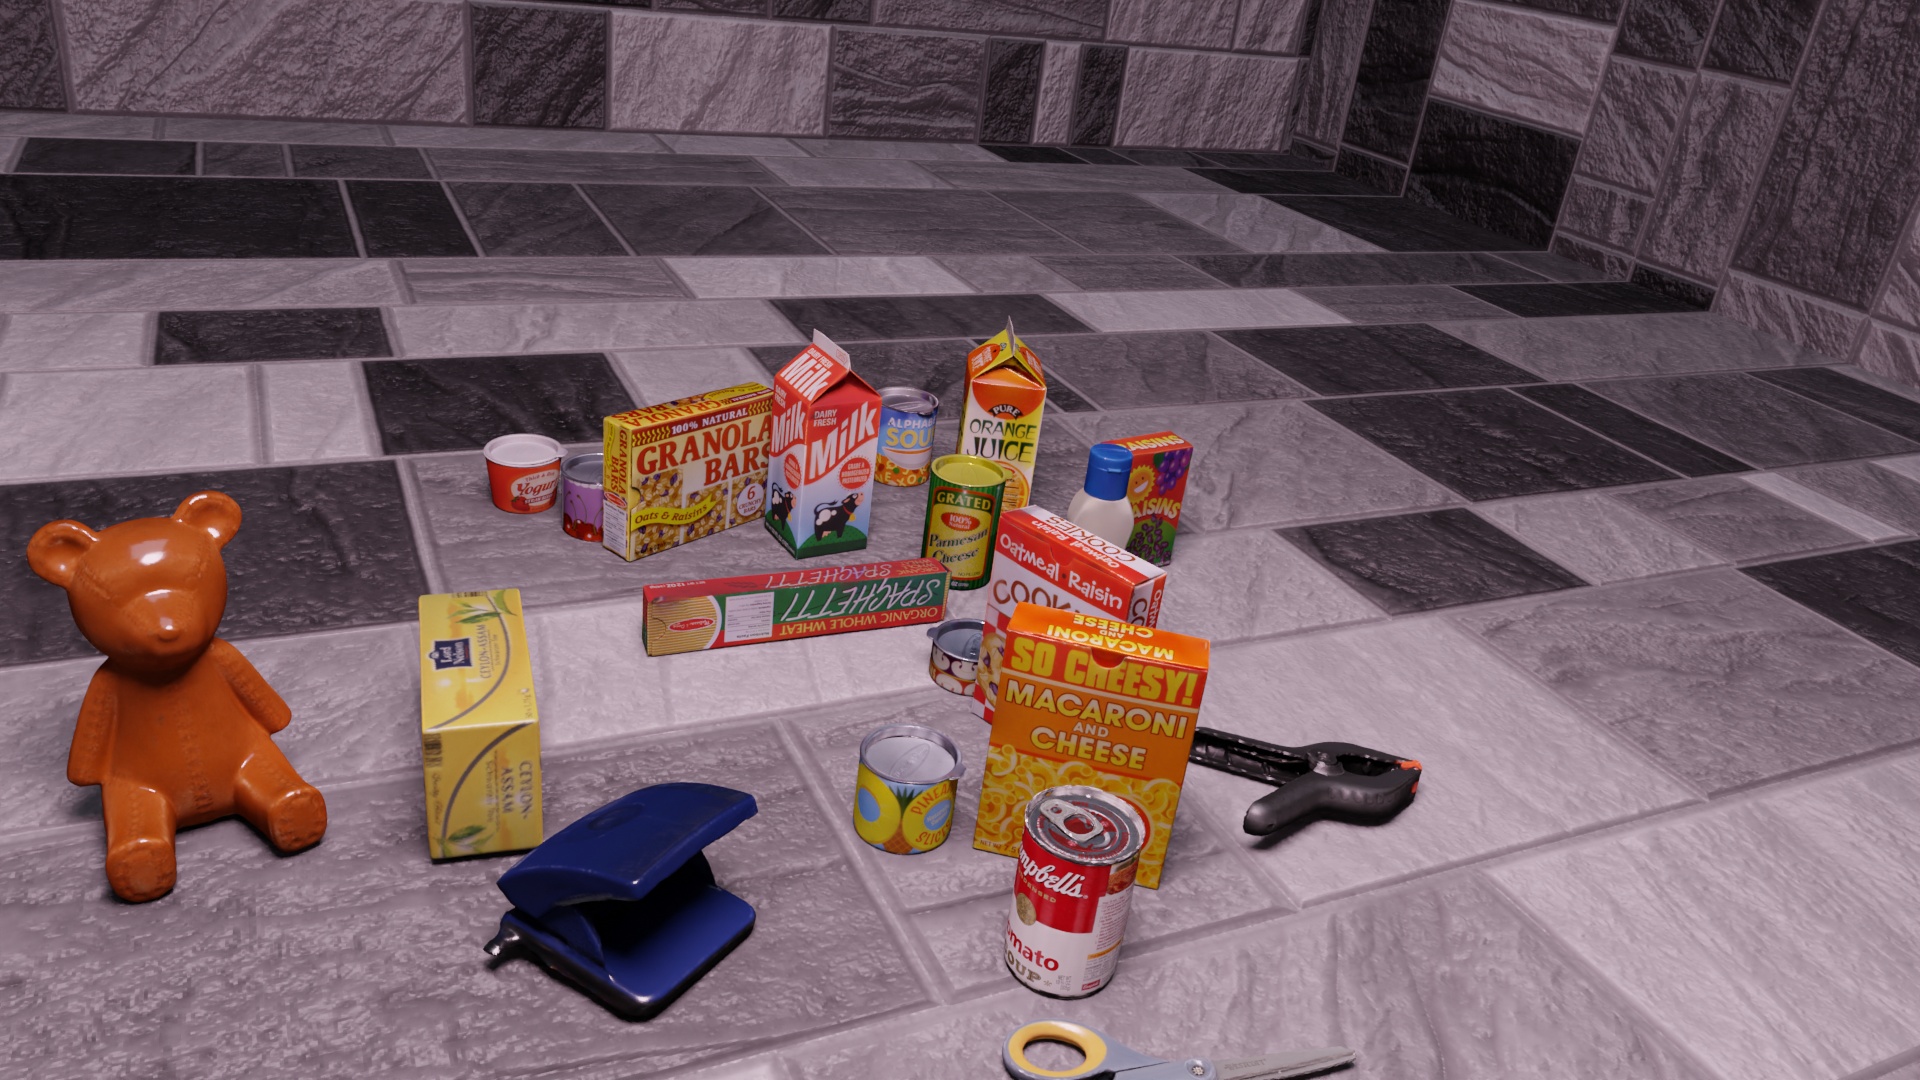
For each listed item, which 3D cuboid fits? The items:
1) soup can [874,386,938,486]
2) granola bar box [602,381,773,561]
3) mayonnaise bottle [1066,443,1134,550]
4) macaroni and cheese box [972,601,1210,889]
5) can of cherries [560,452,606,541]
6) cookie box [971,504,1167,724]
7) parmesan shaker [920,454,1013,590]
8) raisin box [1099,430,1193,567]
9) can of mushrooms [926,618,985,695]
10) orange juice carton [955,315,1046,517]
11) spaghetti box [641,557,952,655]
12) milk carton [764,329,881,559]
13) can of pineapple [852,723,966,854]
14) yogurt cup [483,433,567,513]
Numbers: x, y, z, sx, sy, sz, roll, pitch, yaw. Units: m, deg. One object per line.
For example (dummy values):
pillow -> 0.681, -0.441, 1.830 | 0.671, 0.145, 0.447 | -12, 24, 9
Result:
soup can -> -0.058, -0.103, 1.399 | 0.071, 0.083, 0.071 | 6, 26, -3
granola bar box -> -0.235, -0.063, 1.224 | 0.039, 0.123, 0.166 | 26, 31, 33
mayonnaise bottle -> 0.117, -0.009, 1.182 | 0.065, 0.147, 0.041 | 4, 26, -8
macaroni and cheese box -> 0.080, 0.130, 0.871 | 0.124, 0.165, 0.040 | 11, 26, 7
can of cherries -> -0.316, -0.038, 1.225 | 0.071, 0.058, 0.072 | 6, 26, -3
cookie box -> 0.072, 0.074, 0.980 | 0.123, 0.166, 0.040 | 29, 33, 36
parmesan shaker -> 0.004, -0.015, 1.216 | 0.071, 0.102, 0.071 | 6, 26, -3
raisin box -> 0.160, -0.033, 1.271 | 0.086, 0.122, 0.040 | -10, 31, -32
can of mushrooms -> 0.007, 0.090, 1.082 | 0.071, 0.033, 0.071 | 6, 26, -3
orange juice carton -> 0.036, -0.110, 1.315 | 0.073, 0.191, 0.072 | 6, 26, -4
spaghetti box -> -0.127, 0.051, 1.106 | 0.251, 0.050, 0.029 | -5, 29, -25
milk carton -> -0.121, -0.086, 1.226 | 0.074, 0.189, 0.072 | -9, 30, -31
can of pineapple -> -0.034, 0.161, 0.900 | 0.071, 0.057, 0.071 | 6, 26, -3
yogurt cup -> -0.394, -0.059, 1.252 | 0.072, 0.053, 0.073 | 6, 26, -3
